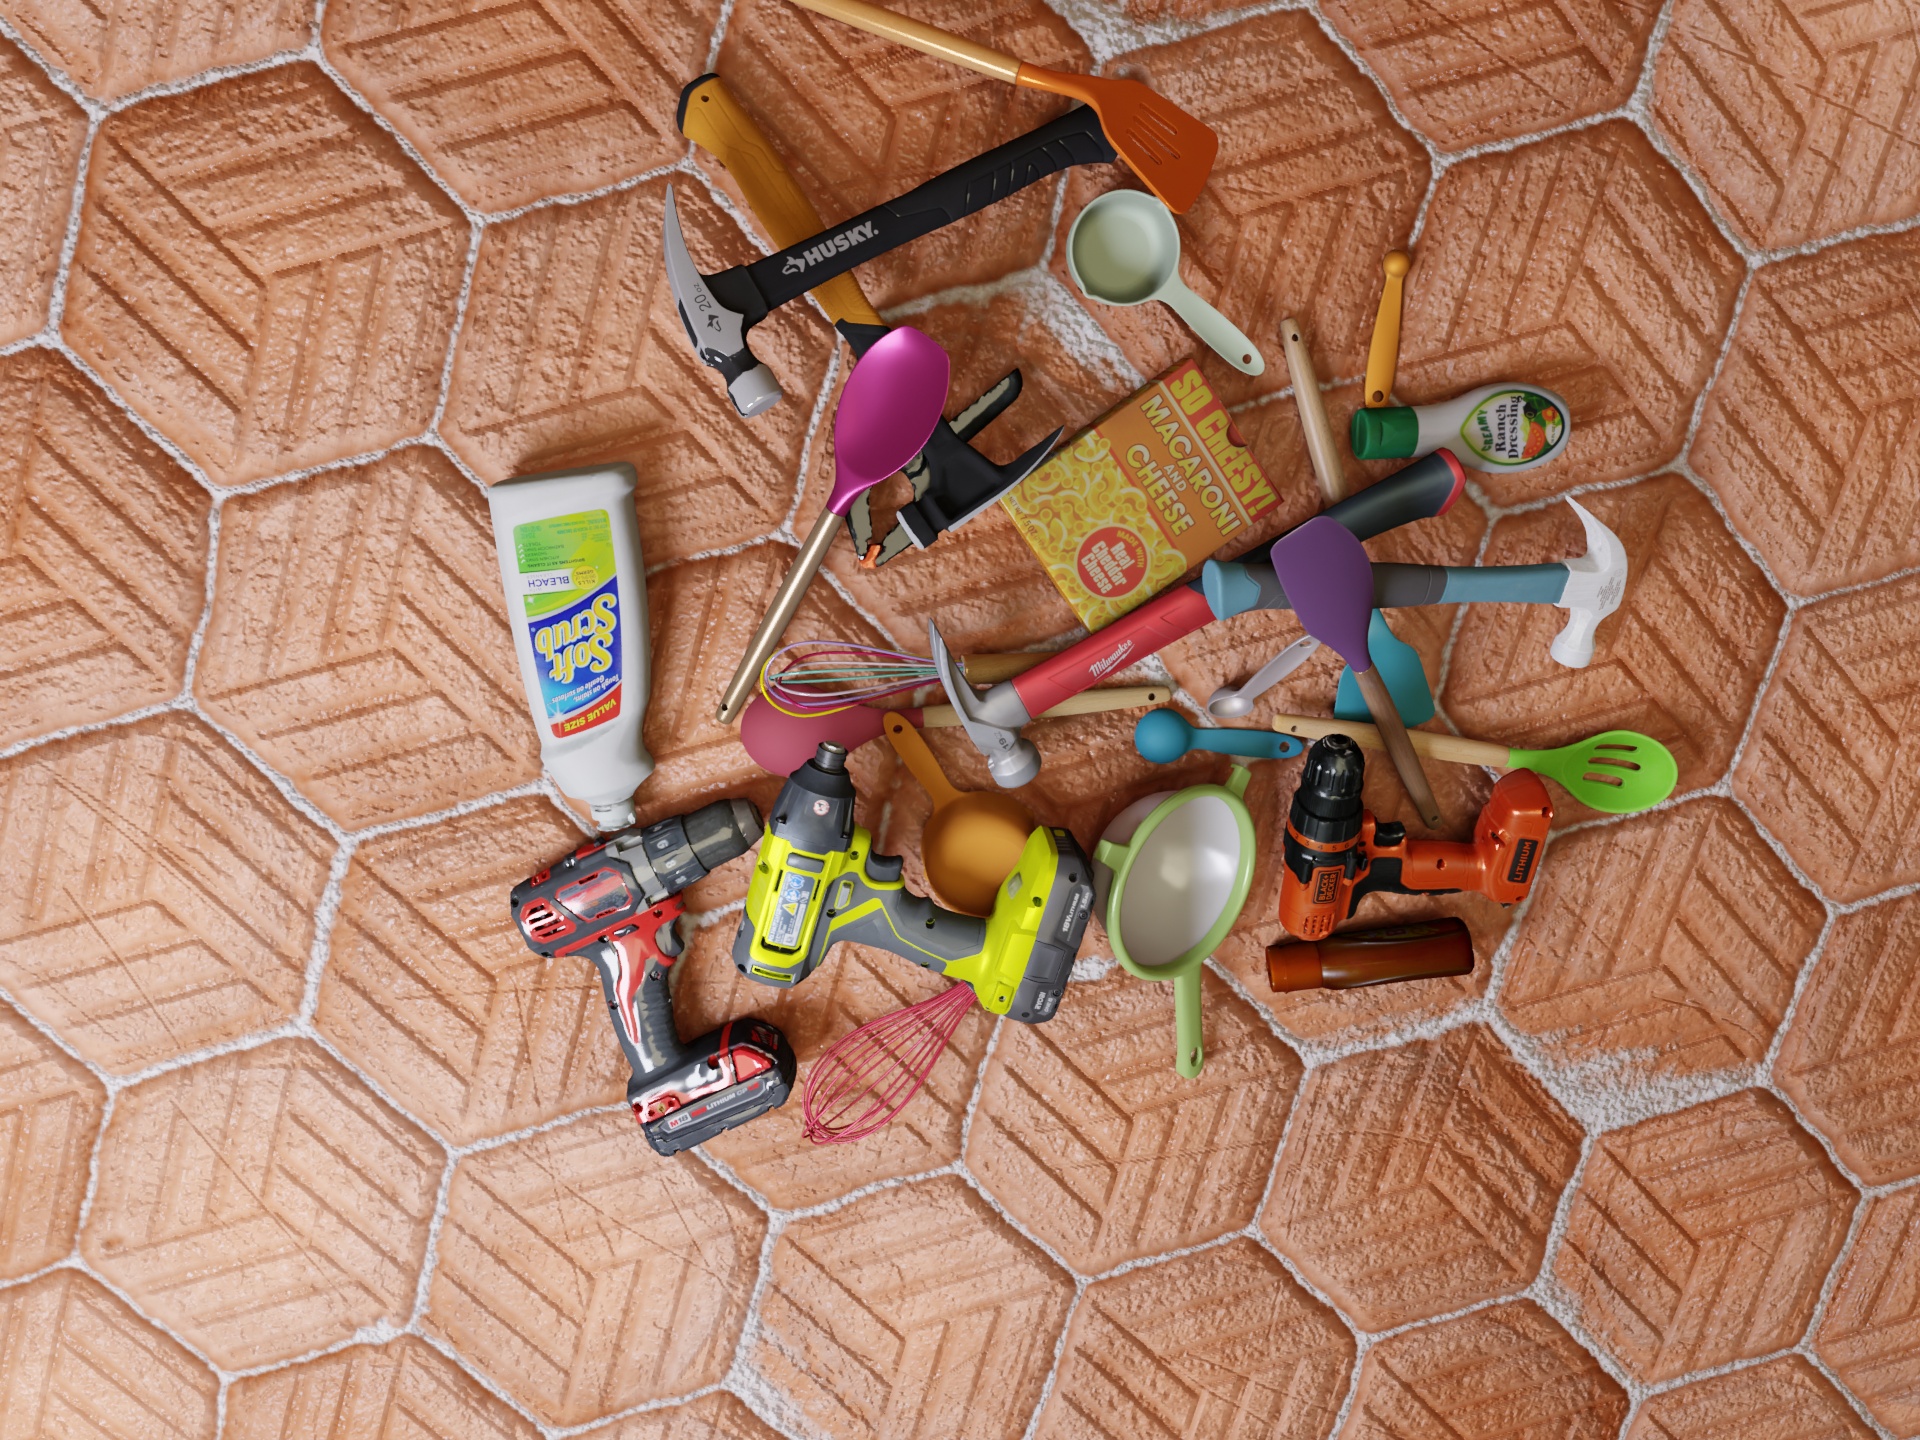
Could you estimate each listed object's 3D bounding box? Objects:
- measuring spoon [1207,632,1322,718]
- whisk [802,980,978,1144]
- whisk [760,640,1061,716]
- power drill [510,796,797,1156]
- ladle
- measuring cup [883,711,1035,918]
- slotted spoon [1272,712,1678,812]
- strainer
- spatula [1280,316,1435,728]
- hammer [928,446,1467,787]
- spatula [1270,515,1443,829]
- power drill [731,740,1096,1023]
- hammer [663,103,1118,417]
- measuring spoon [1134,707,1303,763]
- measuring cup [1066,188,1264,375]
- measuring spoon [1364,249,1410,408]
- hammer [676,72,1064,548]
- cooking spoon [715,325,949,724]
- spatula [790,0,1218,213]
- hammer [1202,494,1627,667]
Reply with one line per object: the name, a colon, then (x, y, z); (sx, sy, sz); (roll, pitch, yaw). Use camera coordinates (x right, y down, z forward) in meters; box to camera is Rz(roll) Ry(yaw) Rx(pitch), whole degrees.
measuring spoon: (0.218, -0.036, 1.136); (0.034, 0.124, 0.018); (13, 58, -23)
whisk: (-0.006, 0.212, 1.186); (0.296, 0.073, 0.073); (-41, 103, -1)
whisk: (-0.021, -0.032, 1.132); (0.245, 0.051, 0.047); (-3, 71, -14)
power drill: (-0.196, 0.178, 1.152); (0.188, 0.080, 0.226); (-25, 100, 0)
ladle: (-0.002, -0.004, 1.155); (0.315, 0.031, 0.069); (-6, 102, -6)
measuring cup: (-0.005, 0.069, 1.142); (0.095, 0.052, 0.173); (-32, 114, 5)
slotted spoon: (0.384, 0.021, 1.189); (0.313, 0.031, 0.070); (8, 118, -8)
strainer: (0.149, 0.155, 1.188); (0.151, 0.069, 0.256); (-27, 124, -32)
spatula: (0.276, -0.135, 1.156); (0.082, 0.044, 0.317); (-17, 98, 0)
hammer: (0.167, -0.097, 1.101); (0.386, 0.038, 0.143); (-29, 125, 2)
spatula: (0.292, -0.023, 1.117); (0.060, 0.018, 0.315); (-32, 128, 4)
power drill: (-0.029, 0.115, 1.090); (0.223, 0.080, 0.171); (14, 106, -10)
hammer: (-0.035, -0.332, 1.031); (0.335, 0.035, 0.146); (-31, 90, -16)
measuring spoon: (0.194, 0.017, 1.179); (0.128, 0.021, 0.042); (5, 102, -5)
measuring cup: (0.144, -0.296, 1.101); (0.167, 0.038, 0.083); (38, 96, -14)
measuring spoon: (0.304, -0.275, 1.132); (0.021, 0.011, 0.117); (5, 102, -6)
hammer: (-0.072, -0.286, 1.059); (0.127, 0.034, 0.337); (-35, 95, 2)
cooking spoon: (-0.096, -0.122, 1.075); (0.069, 0.017, 0.318); (38, 116, 12)
spatula: (0.015, -0.423, 1.038); (0.322, 0.041, 0.081); (22, 63, 5)
hammer: (0.320, -0.093, 1.108); (0.331, 0.033, 0.128); (-2, 124, -18)
